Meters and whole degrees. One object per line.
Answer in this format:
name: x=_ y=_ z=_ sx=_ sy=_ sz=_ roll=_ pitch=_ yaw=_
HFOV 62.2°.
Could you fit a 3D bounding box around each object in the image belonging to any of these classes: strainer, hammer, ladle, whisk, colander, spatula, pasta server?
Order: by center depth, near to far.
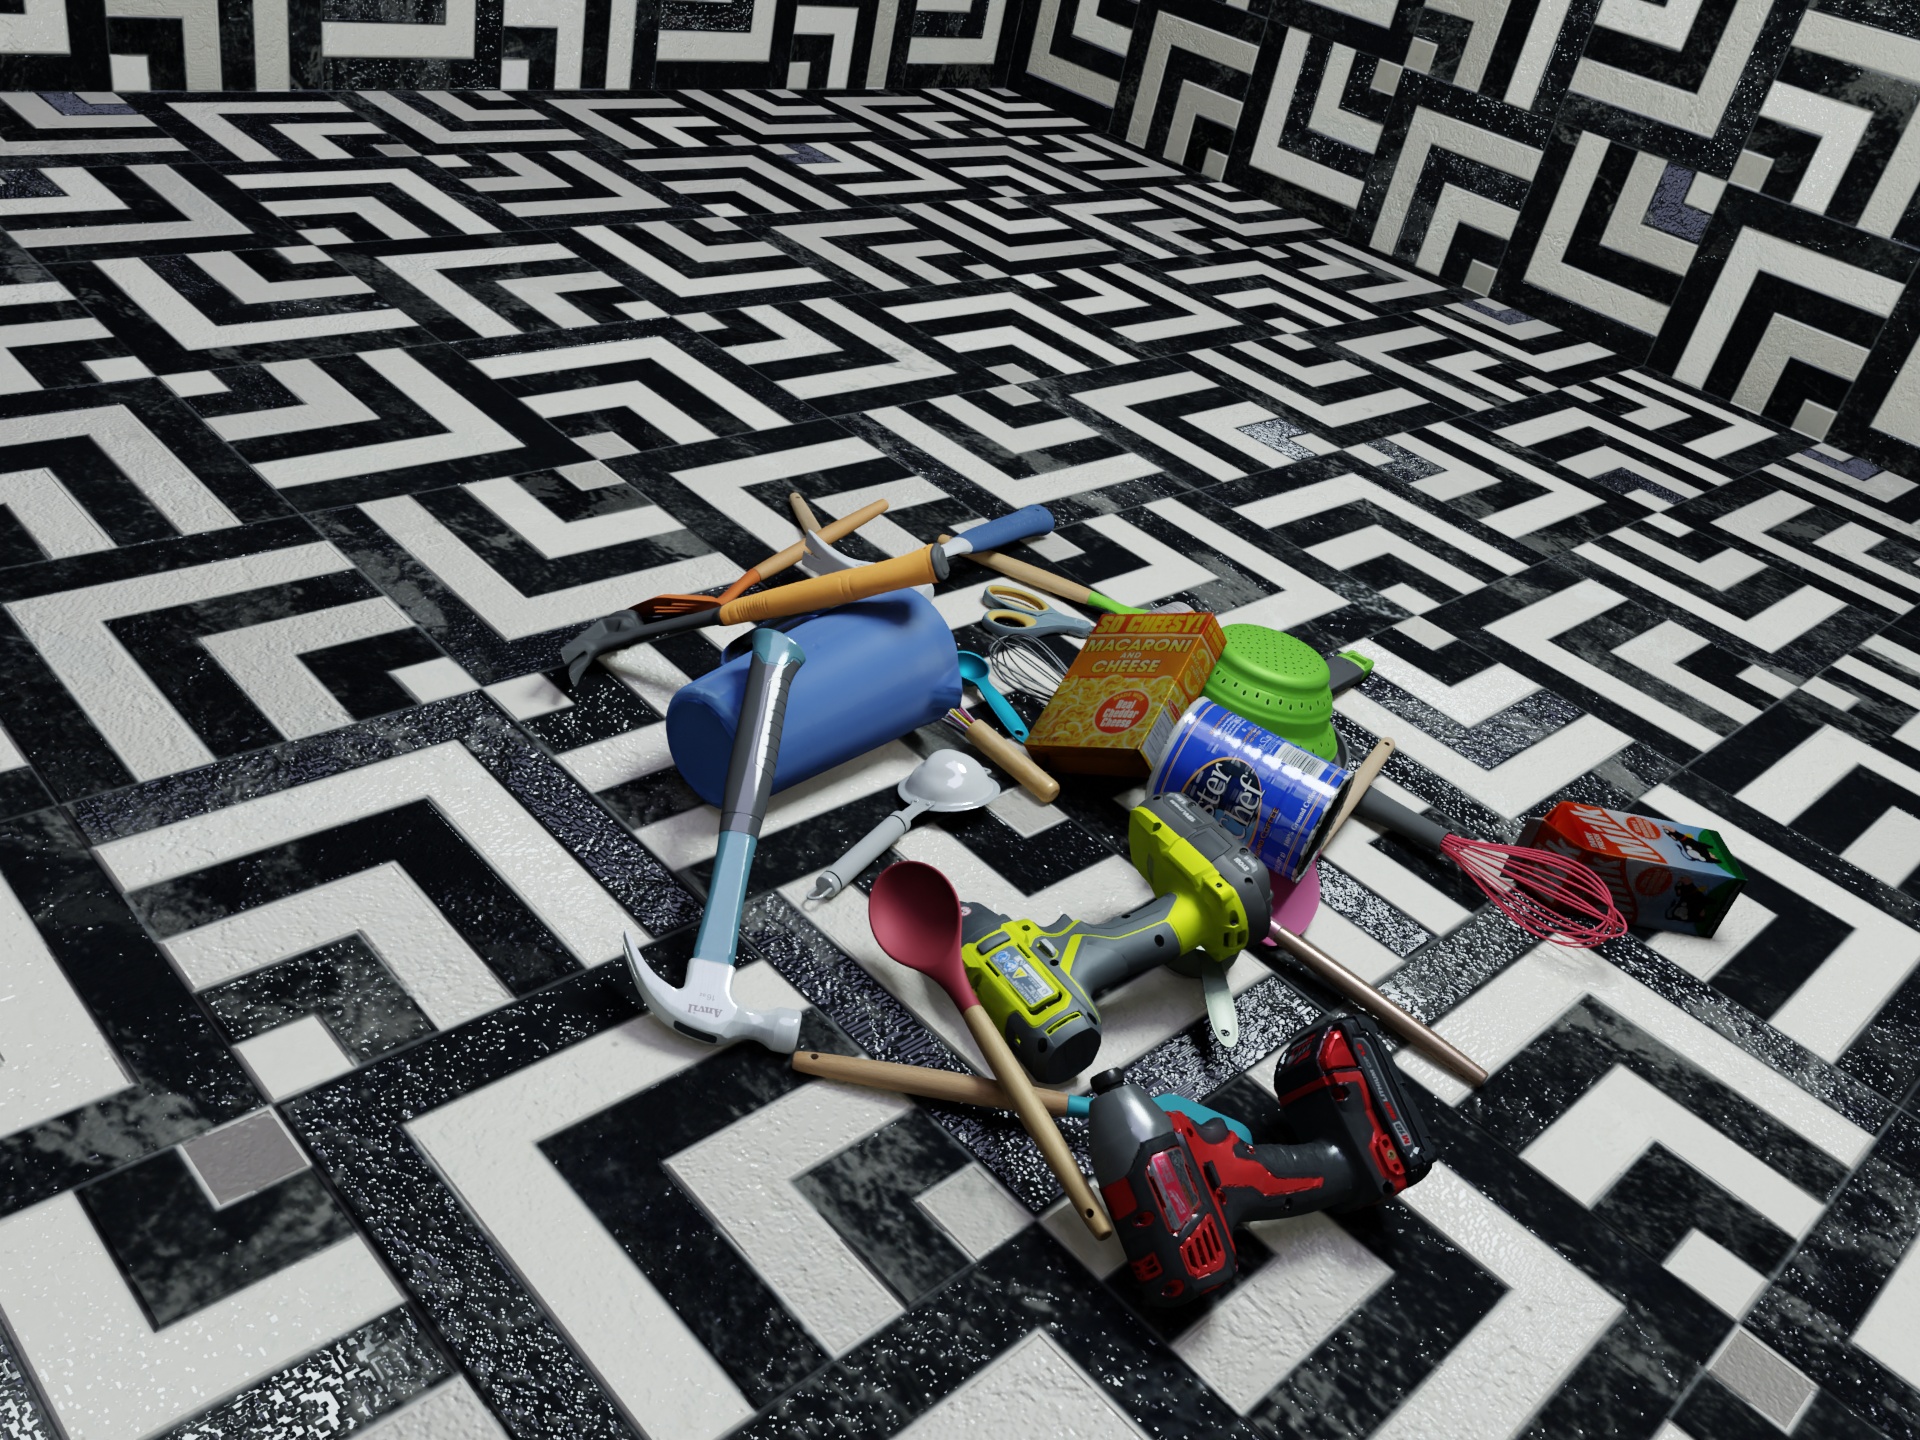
ladle: x=0.020 y=0.212 z=1.056 sx=0.031 sy=0.069 sz=0.316 roll=41 pitch=10 yaw=-47
spatula: x=0.043 y=0.261 z=1.058 sx=0.317 sy=0.044 sz=0.082 roll=10 pitch=34 yaw=3
hammer: x=-0.156 y=0.073 z=1.145 sx=0.128 sy=0.033 sz=0.331 roll=11 pitch=56 yaw=-7
pasta server: x=0.275 y=0.176 z=1.241 sx=0.316 sy=0.060 sz=0.040 roll=36 pitch=83 yaw=23
strainer: x=-0.045 y=0.078 z=1.287 sx=0.087 sy=0.050 sz=0.258 roll=13 pitch=32 yaw=29
hammer: x=-0.172 y=-0.096 z=1.348 sx=0.337 sy=0.034 sz=0.127 roll=-12 pitch=17 yaw=16
whisk: x=0.442 y=0.116 z=1.394 sx=0.073 sy=0.073 sz=0.296 roll=-21 pitch=39 yaw=-41
whisk: x=-0.001 y=-0.004 z=1.428 sx=0.051 sy=0.047 sz=0.245 roll=-31 pitch=56 yaw=-33
whisk: x=0.119 y=-0.014 z=1.480 sx=0.239 sy=0.055 sz=0.055 roll=35 pitch=38 yaw=24
colander: x=0.320 y=-0.046 z=1.524 sx=0.205 sy=0.094 sz=0.397 roll=32 pitch=31 yaw=25
spatula: x=-0.186 y=-0.159 z=1.547 sx=0.322 sy=0.041 sz=0.081 roll=-35 pitch=13 yaw=-38
ladle: x=-0.129 y=-0.169 z=1.616 sx=0.078 sy=0.062 sz=0.321 roll=-5 pitch=34 yaw=-20
hammer: x=-0.009 y=-0.180 z=1.628 sx=0.144 sy=0.035 sz=0.405 roll=23 pitch=23 yaw=20

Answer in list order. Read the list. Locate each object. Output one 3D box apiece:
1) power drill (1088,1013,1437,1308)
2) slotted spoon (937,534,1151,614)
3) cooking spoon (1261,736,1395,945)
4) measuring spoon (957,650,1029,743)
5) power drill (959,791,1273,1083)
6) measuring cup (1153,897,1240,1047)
power drill: x=0.182 y=0.268 z=1.011 sx=0.219 sy=0.078 sz=0.143 roll=-11 pitch=67 yaw=-31
slotted spoon: x=0.115 y=-0.139 z=1.686 sx=0.314 sy=0.031 sz=0.070 roll=23 pitch=32 yaw=18
cooking spoon: x=0.315 y=0.097 z=1.378 sx=0.069 sy=0.017 sz=0.319 roll=28 pitch=43 yaw=20
measuring spoon: x=0.026 y=-0.016 z=1.481 sx=0.042 sy=0.021 sz=0.129 roll=-11 pitch=49 yaw=-33
power drill: x=0.100 y=0.147 z=1.162 sx=0.223 sy=0.080 sz=0.171 roll=-26 pitch=46 yaw=-21
measuring cup: x=0.183 y=0.193 z=1.197 sx=0.083 sy=0.038 sz=0.168 roll=8 pitch=35 yaw=-8
